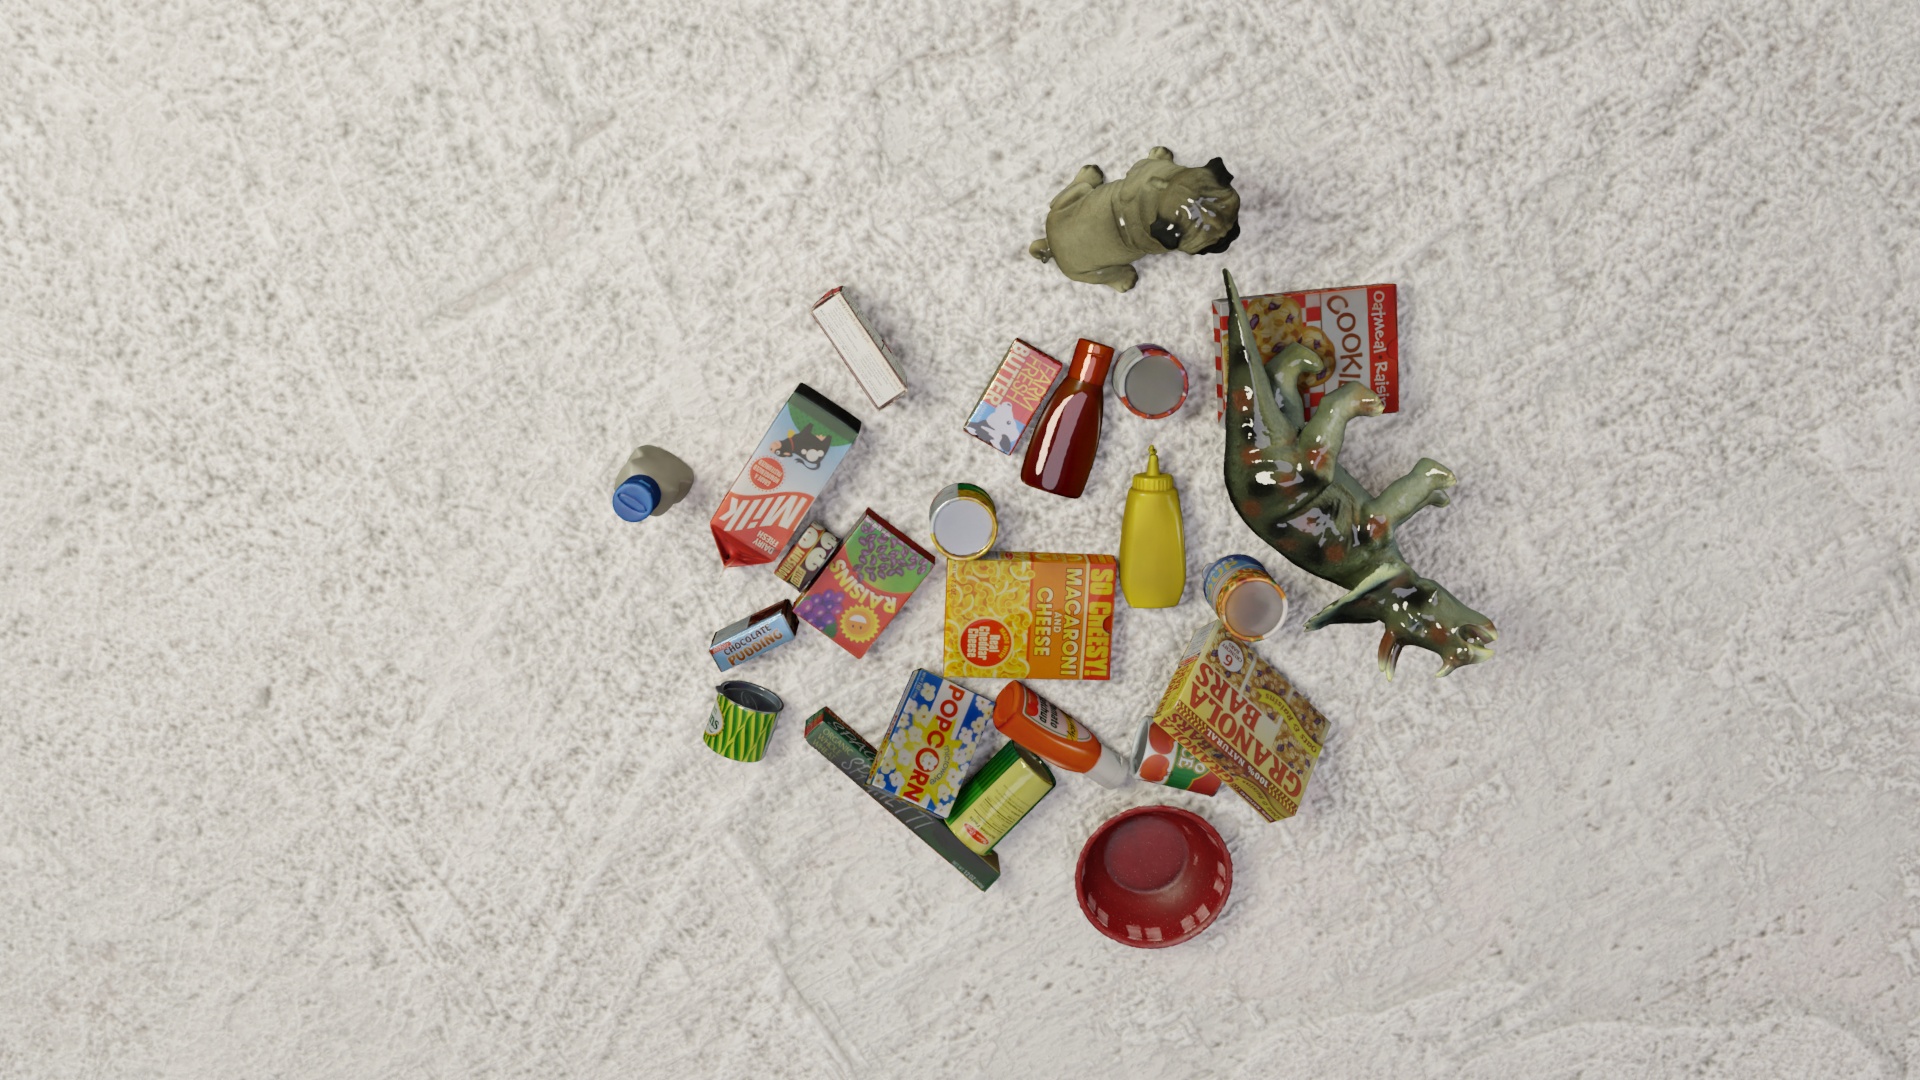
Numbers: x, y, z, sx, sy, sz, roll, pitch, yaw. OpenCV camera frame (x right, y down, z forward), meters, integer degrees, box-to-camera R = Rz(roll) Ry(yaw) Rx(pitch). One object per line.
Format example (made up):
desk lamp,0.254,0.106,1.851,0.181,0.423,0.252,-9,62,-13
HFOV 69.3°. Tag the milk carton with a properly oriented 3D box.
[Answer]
milk carton,-0.176,-0.049,1.321,0.073,0.072,0.190,33,101,-9

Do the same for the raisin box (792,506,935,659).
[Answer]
raisin box,-0.095,0.042,1.363,0.086,0.040,0.123,37,99,-10

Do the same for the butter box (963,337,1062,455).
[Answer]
butter box,0.050,-0.138,1.331,0.053,0.024,0.103,29,101,-7

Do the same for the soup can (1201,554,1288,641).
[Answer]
soup can,0.275,0.054,1.352,0.071,0.084,0.071,0,104,-1

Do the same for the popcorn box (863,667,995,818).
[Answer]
popcorn box,-0.030,0.201,1.376,0.085,0.038,0.127,27,75,-12

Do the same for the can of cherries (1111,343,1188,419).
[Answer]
can of cherries,0.182,-0.150,1.314,0.071,0.058,0.071,0,103,-1

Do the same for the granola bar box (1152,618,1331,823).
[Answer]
granola bar box,0.278,0.178,1.367,0.165,0.125,0.039,42,142,-10

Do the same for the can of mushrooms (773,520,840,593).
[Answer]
can of mushrooms,-0.149,0.017,1.339,0.033,0.071,0.071,38,100,-8

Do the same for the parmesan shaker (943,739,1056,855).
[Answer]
parmesan shaker,0.041,0.260,1.405,0.071,0.071,0.103,43,98,-10

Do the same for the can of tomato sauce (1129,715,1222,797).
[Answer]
can of tomato sauce,0.220,0.216,1.397,0.083,0.071,0.071,13,103,-4

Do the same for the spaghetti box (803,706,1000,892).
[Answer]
spaghetti box,-0.058,0.262,1.411,0.250,0.050,0.028,42,97,-10

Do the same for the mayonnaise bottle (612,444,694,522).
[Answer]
mayonnaise bottle,-0.287,-0.050,1.279,0.065,0.148,0.041,32,101,-8

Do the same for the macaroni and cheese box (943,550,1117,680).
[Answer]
macaroni and cheese box,0.068,0.075,1.374,0.166,0.040,0.123,1,104,-2

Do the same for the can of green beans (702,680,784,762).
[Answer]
can of green beans,-0.216,0.179,1.378,0.071,0.071,0.057,20,103,-6

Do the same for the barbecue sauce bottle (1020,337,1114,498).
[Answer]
barbecue sauce bottle,0.108,-0.118,1.328,0.065,0.044,0.148,16,102,-8

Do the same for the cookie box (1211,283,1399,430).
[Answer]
cookie box,0.329,-0.175,1.321,0.167,0.040,0.122,-6,104,0

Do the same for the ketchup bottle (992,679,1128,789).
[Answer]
ketchup bottle,0.102,0.201,1.397,0.148,0.065,0.043,34,116,-18

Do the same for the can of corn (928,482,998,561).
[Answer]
can of corn,0.005,-0.017,1.341,0.071,0.058,0.071,0,104,-1

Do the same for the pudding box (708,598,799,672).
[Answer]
pudding box,-0.203,0.093,1.366,0.084,0.050,0.030,-26,105,5

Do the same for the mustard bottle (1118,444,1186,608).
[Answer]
mustard bottle,0.188,-0.015,1.352,0.065,0.049,0.159,-1,103,-2
